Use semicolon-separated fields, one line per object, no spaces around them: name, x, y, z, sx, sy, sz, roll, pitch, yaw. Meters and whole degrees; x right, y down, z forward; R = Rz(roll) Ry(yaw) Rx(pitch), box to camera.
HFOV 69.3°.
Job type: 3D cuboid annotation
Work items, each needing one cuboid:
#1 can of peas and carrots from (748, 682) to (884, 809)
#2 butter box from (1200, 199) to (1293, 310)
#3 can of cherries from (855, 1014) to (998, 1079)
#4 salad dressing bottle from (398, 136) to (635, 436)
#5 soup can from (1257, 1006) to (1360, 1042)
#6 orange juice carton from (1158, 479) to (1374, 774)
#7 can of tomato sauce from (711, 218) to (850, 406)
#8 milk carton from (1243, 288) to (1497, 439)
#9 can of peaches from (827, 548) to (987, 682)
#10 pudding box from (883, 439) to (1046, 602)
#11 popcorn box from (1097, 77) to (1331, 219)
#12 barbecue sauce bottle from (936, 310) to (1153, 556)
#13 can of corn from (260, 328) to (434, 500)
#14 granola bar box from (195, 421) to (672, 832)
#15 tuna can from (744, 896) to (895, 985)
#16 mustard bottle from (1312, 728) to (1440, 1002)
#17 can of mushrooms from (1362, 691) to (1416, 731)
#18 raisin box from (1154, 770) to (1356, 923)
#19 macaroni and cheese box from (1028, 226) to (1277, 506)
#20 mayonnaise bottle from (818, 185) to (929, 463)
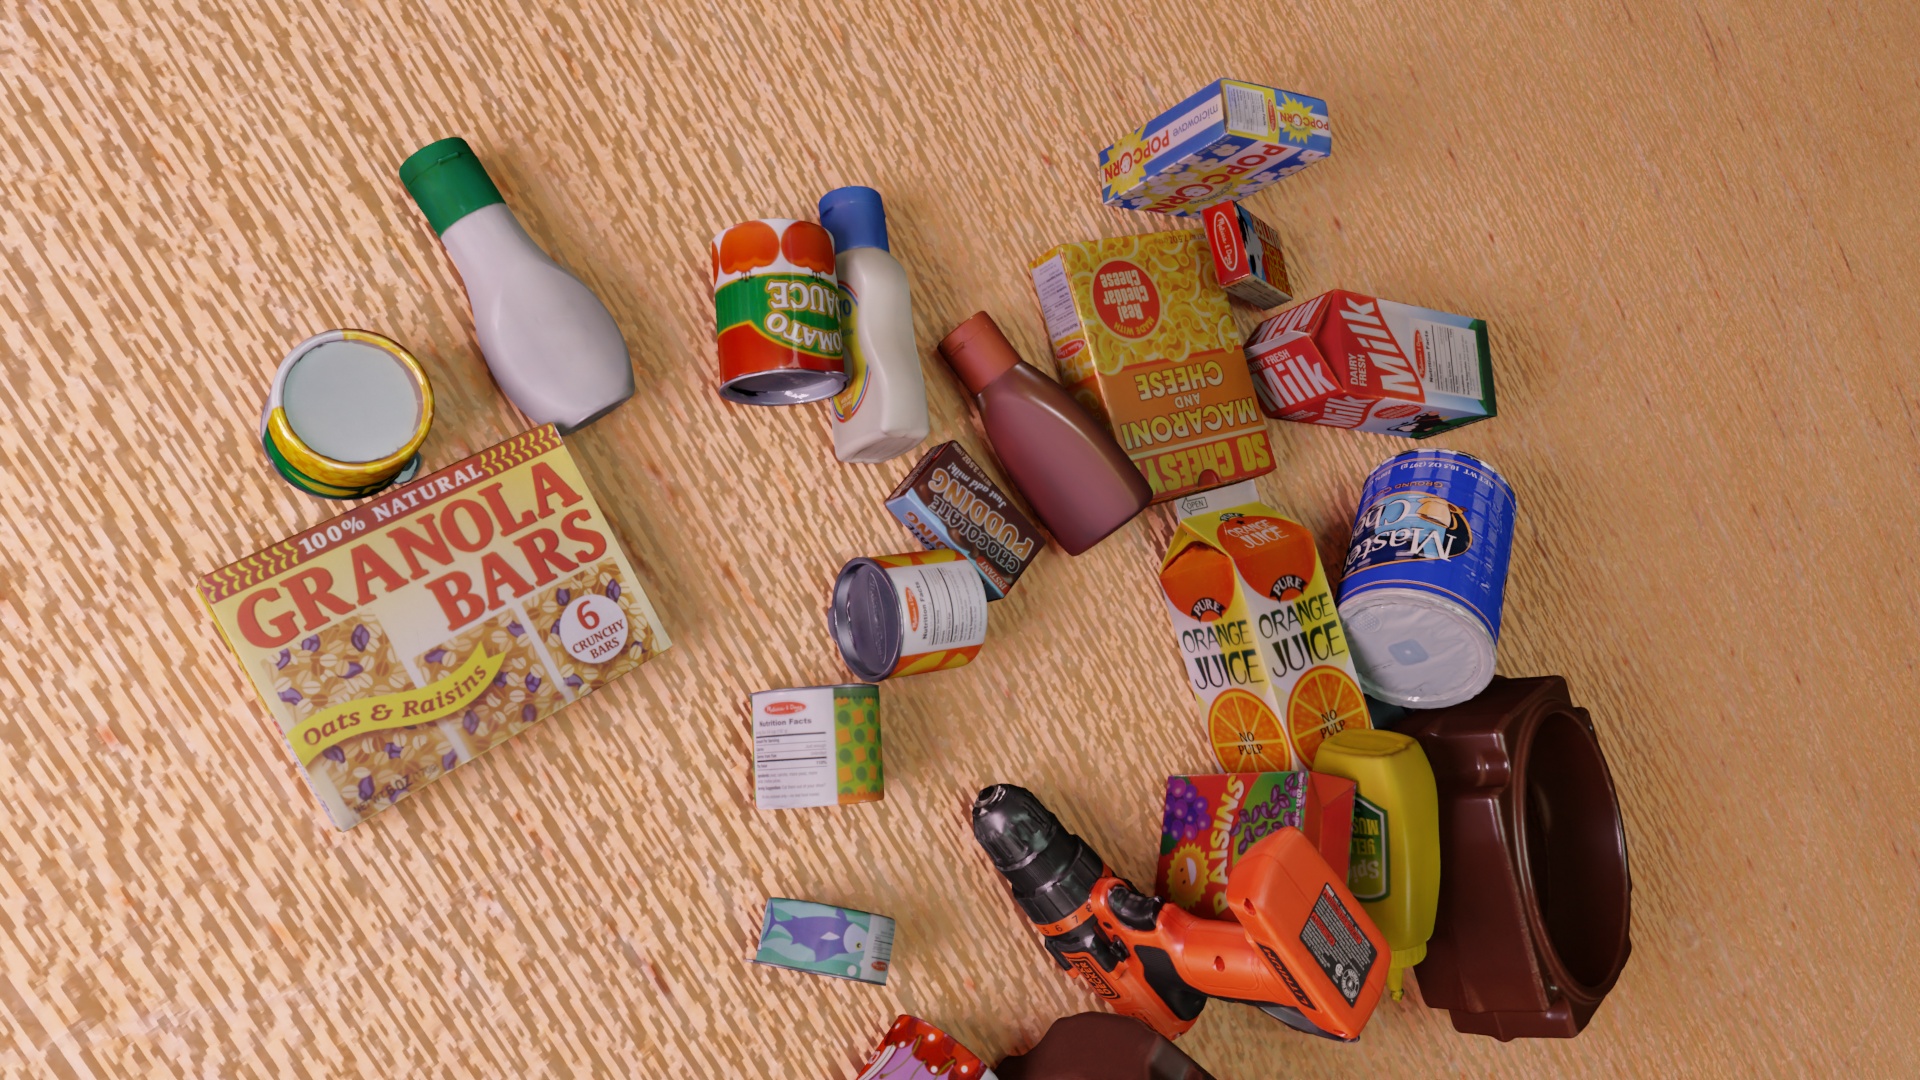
can of peas and carrots;-0.071;0.104;0.702;0.071;0.071;0.059;2;79;-30
butter box;0.190;-0.186;0.915;0.103;0.024;0.053;0;76;-62
can of cherries;-0.023;0.279;0.693;0.071;0.071;0.058;47;61;-14
salad dressing bottle;-0.217;-0.124;0.678;0.064;0.044;0.147;-35;97;-29
soup can;0.220;0.251;0.843;0.071;0.071;0.084;35;63;-20
orange juice carton;0.185;0.060;0.858;0.072;0.073;0.192;-15;87;-32
can of tomato sauce;-0.095;-0.120;0.733;0.071;0.071;0.083;0;79;-31
milk carton;0.272;-0.120;0.950;0.191;0.072;0.073;4;78;-31
can of peaches;-0.028;0.039;0.740;0.058;0.071;0.071;-6;83;-37
pudding box;0.003;-0.010;0.790;0.083;0.030;0.050;48;61;-13
popcorn box;0.158;-0.244;0.877;0.085;0.126;0.038;-1;83;-31
barbecue sauce bottle;0.045;-0.065;0.811;0.148;0.064;0.044;52;33;-2
can of corn;-0.271;-0.054;0.621;0.071;0.058;0.071;7;76;-29
granola bar box;-0.235;0.036;0.634;0.166;0.039;0.124;-31;96;-32
tuna can;-0.069;0.197;0.684;0.071;0.071;0.033;19;70;-26
mustard bottle;0.241;0.190;0.790;0.049;0.065;0.160;-14;98;-36
can of mushrooms;0.272;0.128;0.918;0.071;0.033;0.071;7;77;-29
raisin box;0.165;0.176;0.791;0.040;0.123;0.086;17;72;-27
macaroni and cheese box;0.123;-0.109;0.877;0.124;0.040;0.166;-14;87;-32
mayonnaise bottle;-0.052;-0.120;0.765;0.041;0.064;0.148;-1;76;-34
